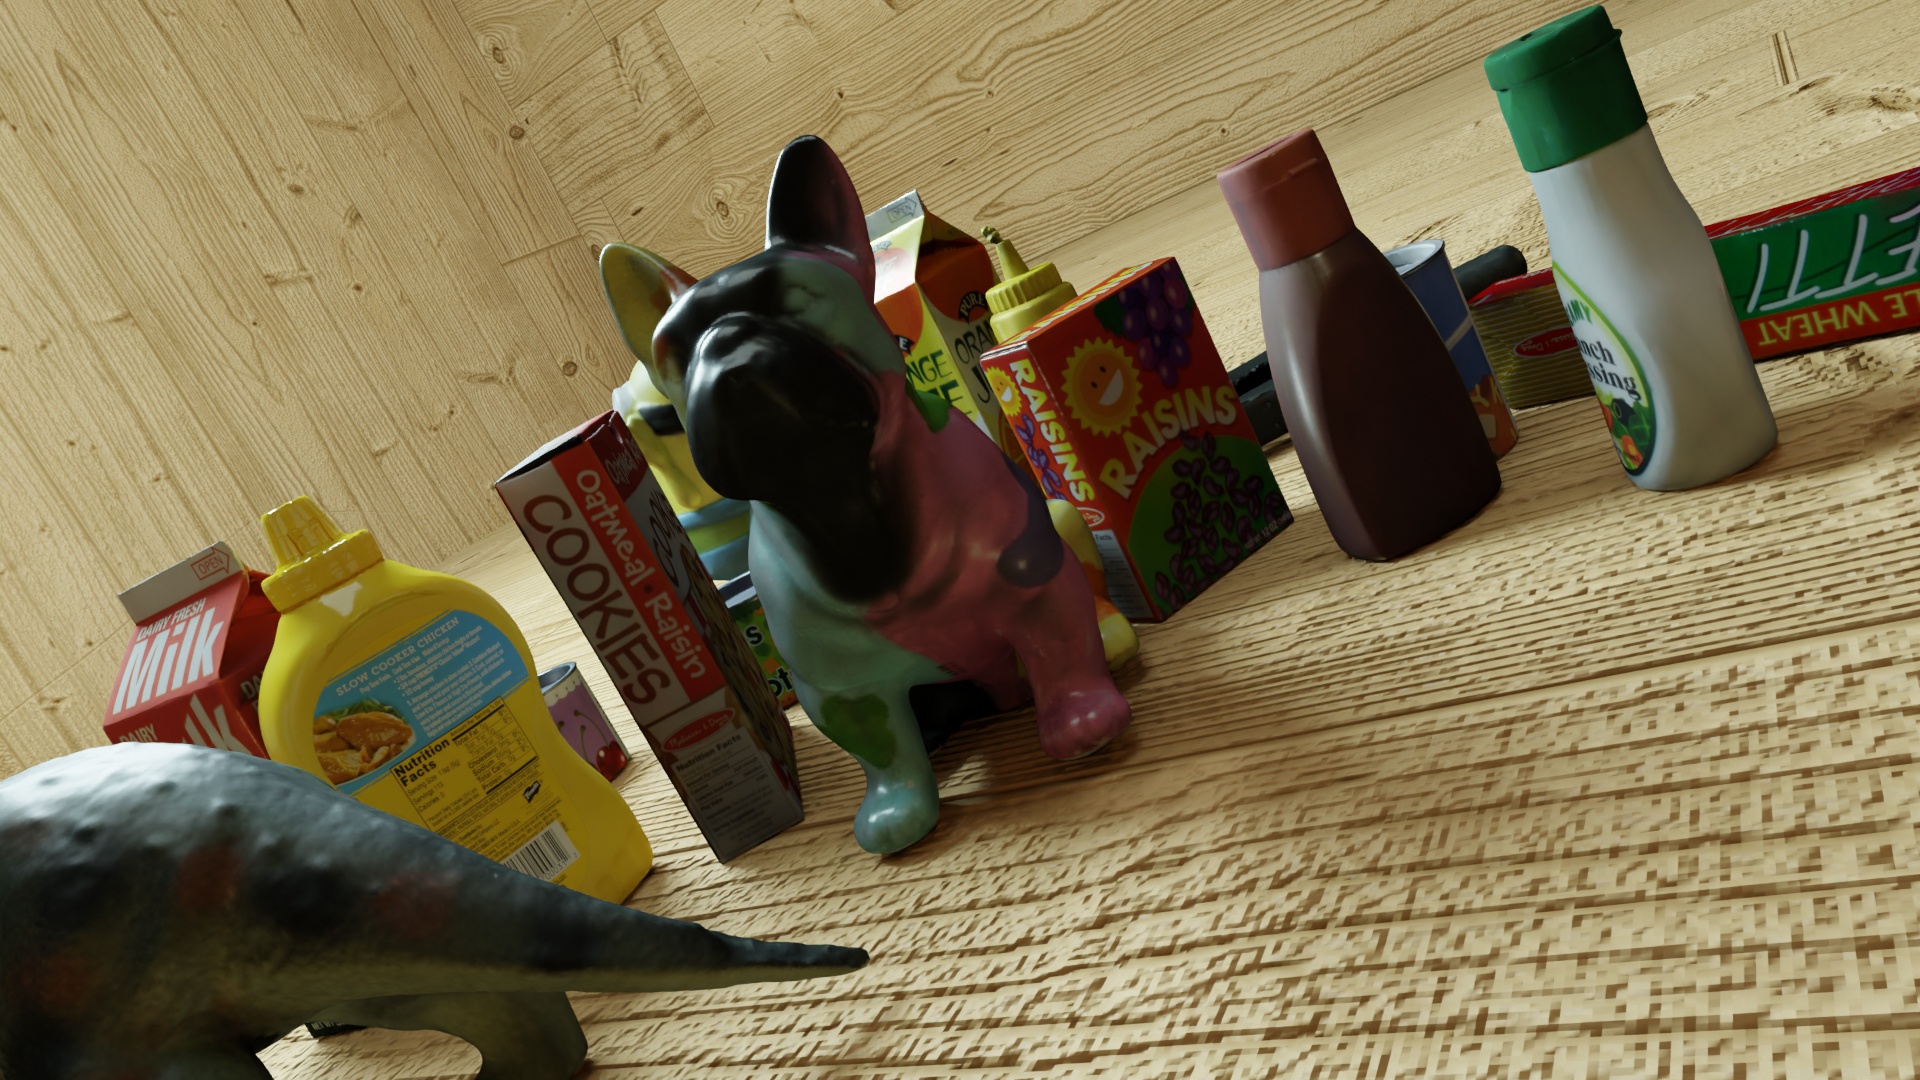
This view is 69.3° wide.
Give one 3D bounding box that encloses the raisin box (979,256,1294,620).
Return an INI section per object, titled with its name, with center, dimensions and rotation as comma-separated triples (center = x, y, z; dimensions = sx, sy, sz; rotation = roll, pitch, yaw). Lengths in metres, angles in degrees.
[raisin box]
center = 0.073, -0.041, 0.564
dimensions = 0.086, 0.123, 0.040
rotation = -33, 14, -26

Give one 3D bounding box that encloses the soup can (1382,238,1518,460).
[soup can]
center = 0.173, -0.066, 0.554
dimensions = 0.071, 0.083, 0.071
rotation = -26, 13, 6

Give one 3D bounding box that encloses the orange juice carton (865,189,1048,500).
[orange juice carton]
center = -0.007, -0.097, 0.784
dimensions = 0.071, 0.192, 0.073
rotation = -16, 16, 40

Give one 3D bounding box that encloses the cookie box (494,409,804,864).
[cookie box]
center = -0.121, 0.031, 0.566
dimensions = 0.040, 0.167, 0.123
rotation = -28, 13, -3

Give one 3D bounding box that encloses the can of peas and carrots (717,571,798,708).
[can of peas and carrots]
center = -0.099, 0.050, 0.693
dimensions = 0.071, 0.058, 0.071
rotation = -26, 13, 6

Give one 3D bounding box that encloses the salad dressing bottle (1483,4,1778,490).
[salad dressing bottle]
center = 0.207, -0.089, 0.432
dimensions = 0.044, 0.147, 0.064
rotation = -24, 13, 13

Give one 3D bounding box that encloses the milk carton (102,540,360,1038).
[milk carton]
center = -0.259, 0.093, 0.548
dimensions = 0.072, 0.190, 0.074
rotation = -21, 14, 25

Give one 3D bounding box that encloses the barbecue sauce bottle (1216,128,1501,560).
[barbecue sauce bottle]
center = 0.138, -0.070, 0.494
dimensions = 0.065, 0.148, 0.043
rotation = -30, 13, -14

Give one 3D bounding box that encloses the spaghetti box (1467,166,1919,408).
[spaghetti box]
center = 0.300, -0.094, 0.485
dimensions = 0.029, 0.050, 0.249
rotation = -36, 16, -35

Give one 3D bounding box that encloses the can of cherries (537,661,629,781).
[can of cherries]
center = -0.214, 0.105, 0.708
dimensions = 0.071, 0.058, 0.071
rotation = -26, 13, 6

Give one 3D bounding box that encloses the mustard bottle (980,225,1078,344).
[mustard bottle]
center = 0.052, -0.093, 0.724
dimensions = 0.049, 0.160, 0.065
rotation = -27, 12, 2
